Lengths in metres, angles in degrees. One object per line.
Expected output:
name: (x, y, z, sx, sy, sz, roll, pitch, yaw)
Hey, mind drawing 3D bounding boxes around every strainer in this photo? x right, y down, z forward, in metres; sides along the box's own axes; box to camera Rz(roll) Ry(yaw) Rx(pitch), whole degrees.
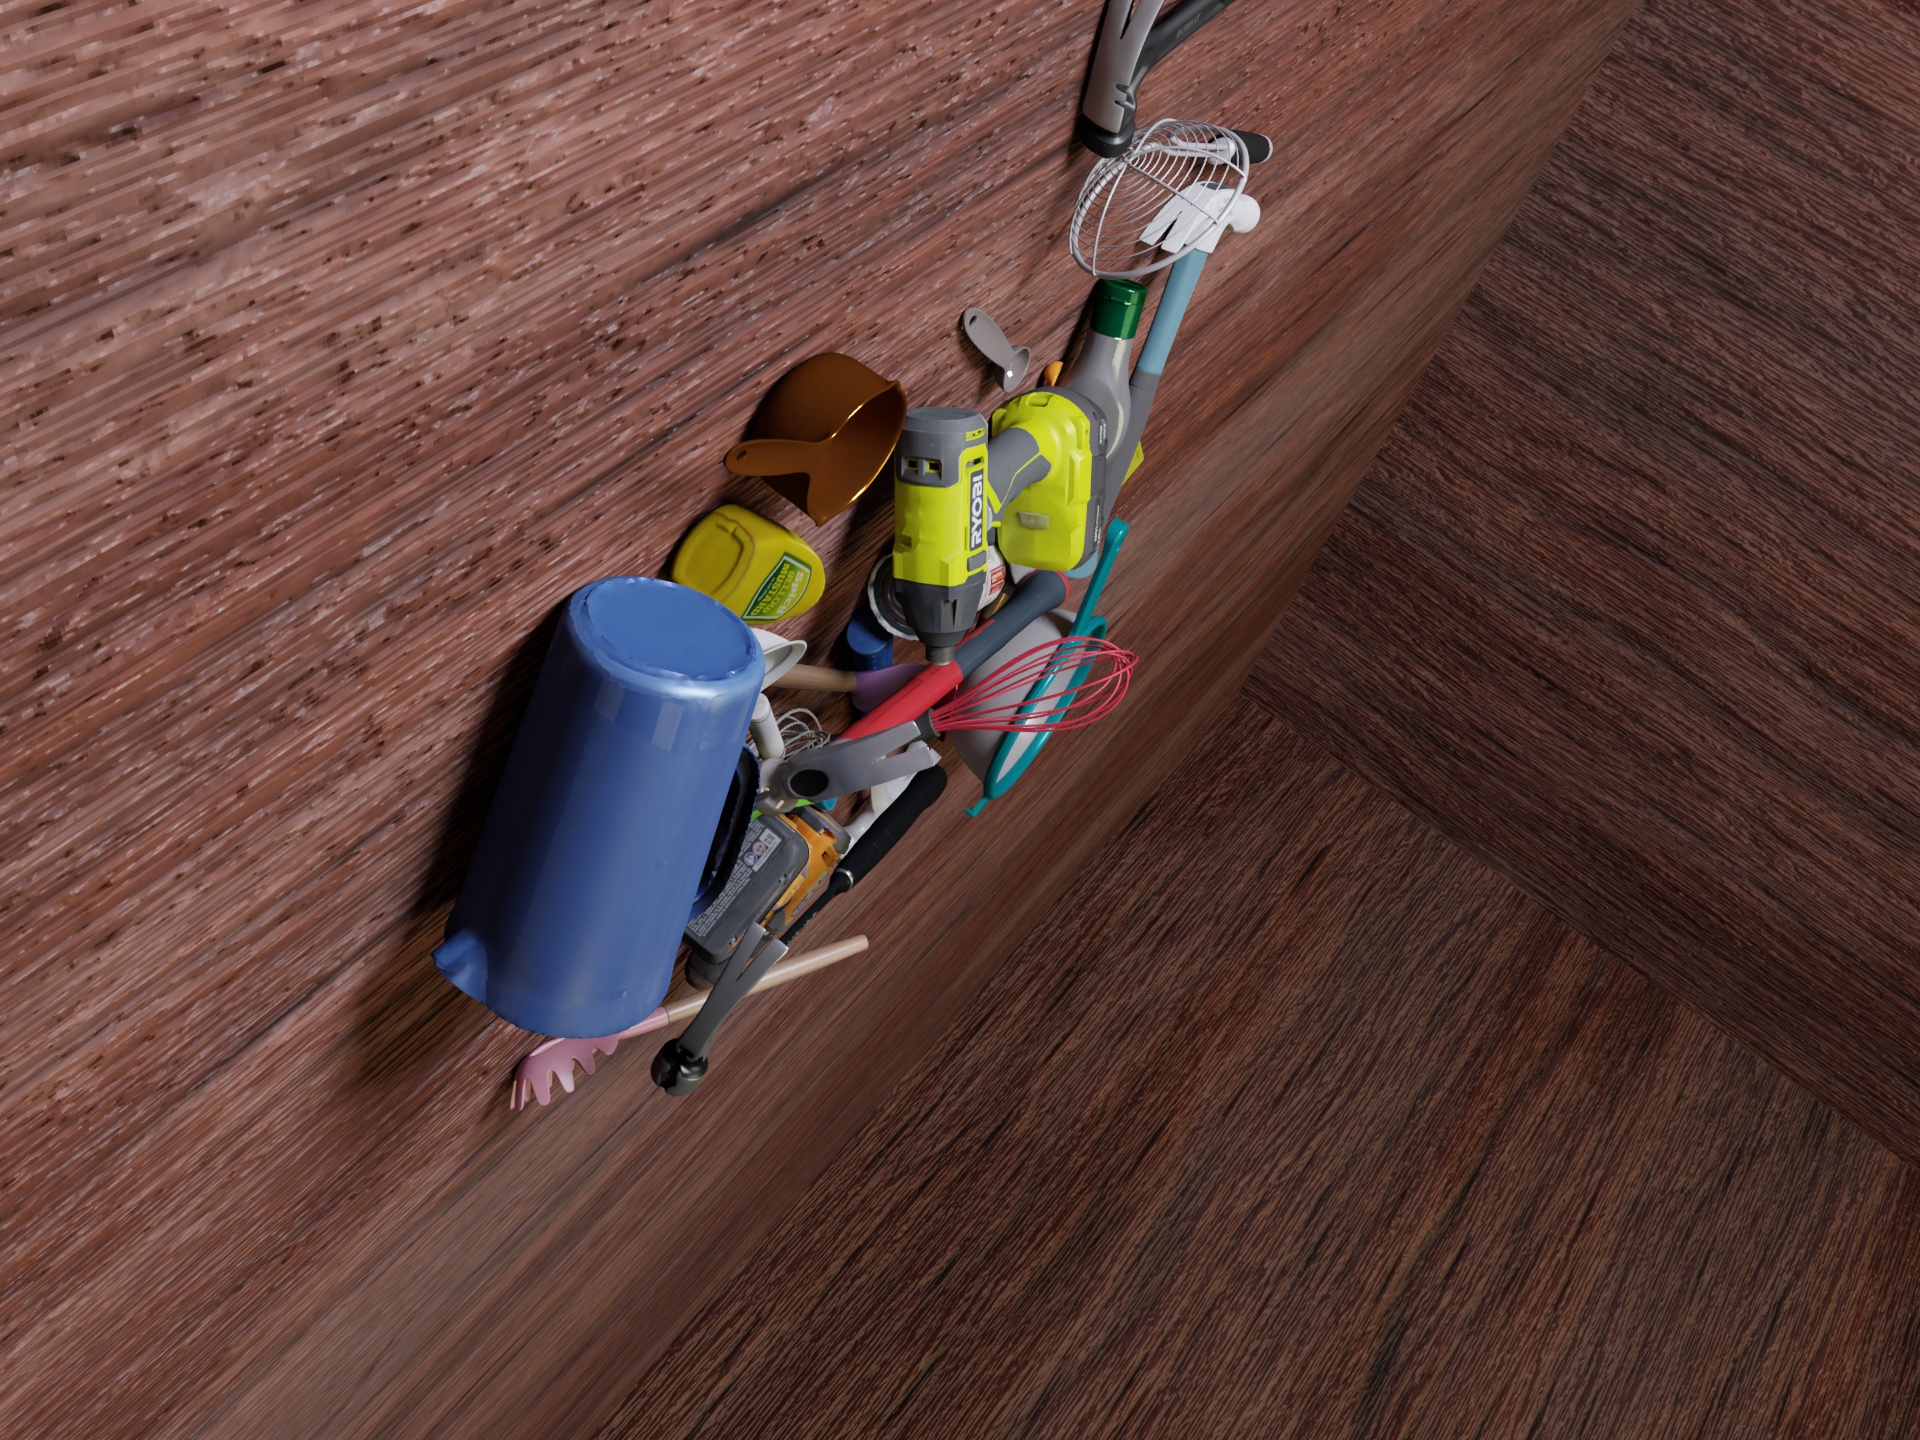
strainer: (-0.135, -0.012, 1.021, 0.087, 0.050, 0.258, -30, 165, -9)
strainer: (0.067, -0.077, 1.525, 0.211, 0.095, 0.340, -47, 164, -44)

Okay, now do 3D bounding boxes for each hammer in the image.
hammer: (0.148, -0.270, 1.289, 0.128, 0.033, 0.331, -11, 126, -57)
hammer: (0.003, -0.041, 1.165, 0.143, 0.038, 0.386, -17, -166, 35)
hammer: (-0.070, 0.007, 1.385, 0.144, 0.035, 0.405, -48, 166, -19)
hammer: (-0.099, 0.128, 1.238, 0.149, 0.036, 0.409, -55, 175, 32)
hammer: (0.191, -0.490, 1.012, 0.337, 0.034, 0.127, -47, 167, -27)

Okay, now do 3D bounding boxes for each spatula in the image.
spatula: (-0.096, -0.028, 1.149, 0.059, 0.018, 0.315, -41, 163, 18)

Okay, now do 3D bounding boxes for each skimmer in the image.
skimmer: (0.178, -0.378, 1.135, 0.127, 0.090, 0.363, -17, -169, 29)

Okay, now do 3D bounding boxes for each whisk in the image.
whisk: (-0.173, 0.049, 1.131, 0.246, 0.058, 0.059, -31, 120, -53)
whisk: (-0.002, -0.004, 1.241, 0.296, 0.073, 0.073, -17, 174, 14)

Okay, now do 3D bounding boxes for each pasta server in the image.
pasta server: (-0.207, 0.232, 1.259, 0.316, 0.040, 0.060, -17, 179, -32)

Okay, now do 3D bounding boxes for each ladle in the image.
ladle: (0.037, -0.116, 1.454, 0.069, 0.031, 0.315, -93, -152, -63)

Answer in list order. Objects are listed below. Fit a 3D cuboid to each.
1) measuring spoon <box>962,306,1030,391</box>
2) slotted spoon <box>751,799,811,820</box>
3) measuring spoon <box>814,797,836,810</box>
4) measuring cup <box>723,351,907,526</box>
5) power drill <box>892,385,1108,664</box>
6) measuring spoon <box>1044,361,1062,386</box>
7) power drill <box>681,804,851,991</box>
measuring spoon: (0.019, -0.255, 1.076, 0.034, 0.018, 0.124, -60, 160, 3)
slotted spoon: (-0.186, 0.084, 1.057, 0.314, 0.031, 0.070, -25, 177, -45)
measuring spoon: (-0.131, 0.056, 1.314, 0.128, 0.021, 0.042, -1, 90, -75)
measuring cup: (-0.094, -0.155, 0.851, 0.095, 0.052, 0.173, -59, 164, 22)
power drill: (0.025, -0.146, 1.130, 0.223, 0.080, 0.171, -34, 130, -55)
measuring spoon: (0.057, -0.239, 1.253, 0.021, 0.011, 0.116, -62, 178, -39)
power drill: (-0.179, 0.146, 1.284, 0.185, 0.084, 0.226, -51, 171, -1)
